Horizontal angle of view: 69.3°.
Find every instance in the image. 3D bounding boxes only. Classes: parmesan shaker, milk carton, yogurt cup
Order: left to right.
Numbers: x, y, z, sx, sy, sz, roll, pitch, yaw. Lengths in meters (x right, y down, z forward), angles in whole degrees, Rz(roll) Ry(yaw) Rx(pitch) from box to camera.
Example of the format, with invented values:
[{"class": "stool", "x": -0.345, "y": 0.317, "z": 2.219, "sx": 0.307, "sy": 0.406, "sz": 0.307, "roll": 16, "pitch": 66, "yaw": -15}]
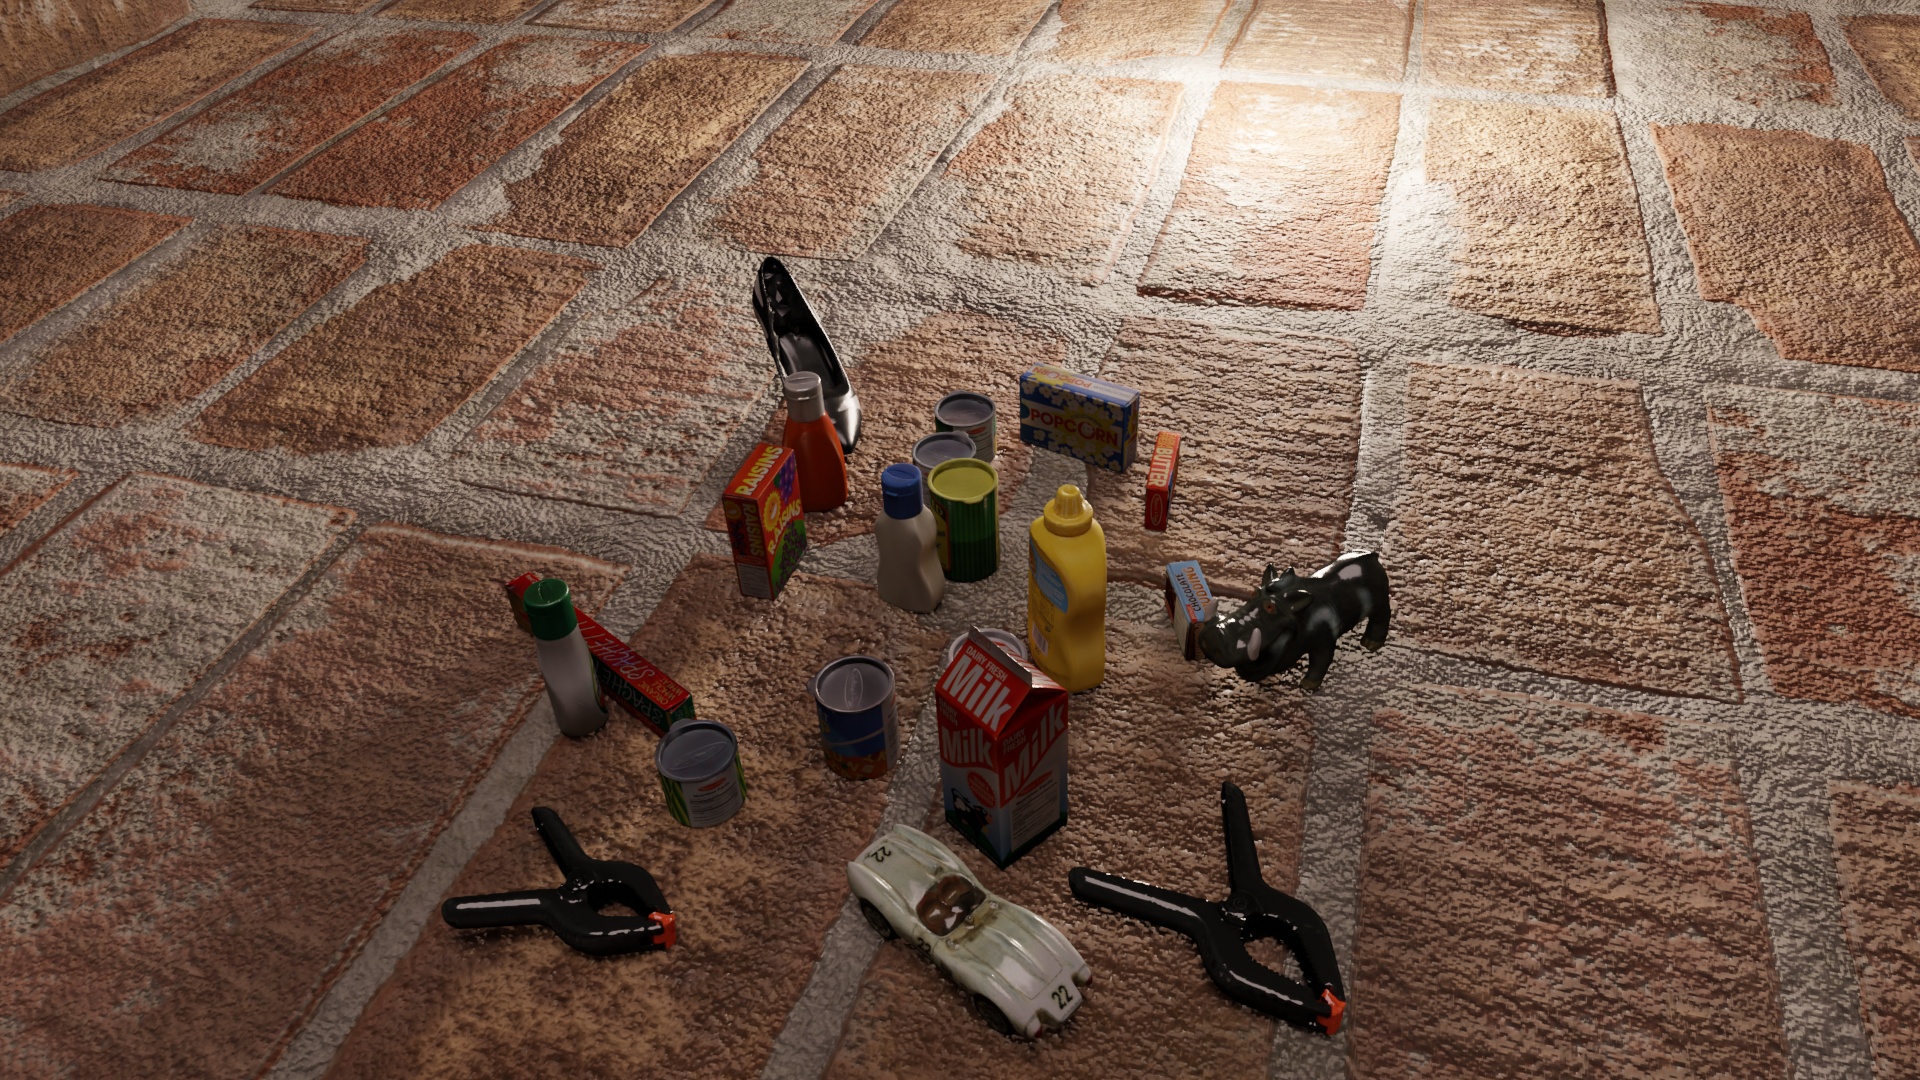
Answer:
[{"class": "parmesan shaker", "x": 0.005, "y": -0.017, "z": 1.326, "sx": 0.071, "sy": 0.102, "sz": 0.072, "roll": -2, "pitch": 39, "yaw": 1}, {"class": "yogurt cup", "x": 0.024, "y": 0.117, "z": 1.198, "sx": 0.072, "sy": 0.053, "sz": 0.073, "roll": -2, "pitch": 39, "yaw": 1}, {"class": "milk carton", "x": 0.032, "y": 0.150, "z": 1.048, "sx": 0.074, "sy": 0.189, "sz": 0.072, "roll": -29, "pitch": 46, "yaw": -29}]

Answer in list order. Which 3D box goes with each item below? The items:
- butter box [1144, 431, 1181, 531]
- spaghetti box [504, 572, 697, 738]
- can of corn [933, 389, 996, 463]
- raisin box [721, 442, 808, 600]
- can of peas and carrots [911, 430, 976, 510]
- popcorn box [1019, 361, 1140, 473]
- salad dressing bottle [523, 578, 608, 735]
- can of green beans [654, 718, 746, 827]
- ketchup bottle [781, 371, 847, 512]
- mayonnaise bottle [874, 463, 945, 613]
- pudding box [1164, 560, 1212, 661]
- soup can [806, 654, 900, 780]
[{"class": "butter box", "x": 0.205, "y": -0.061, "z": 1.408, "sx": 0.024, "sy": 0.052, "sz": 0.104, "roll": 7, "pitch": 40, "yaw": 12}, {"class": "spaghetti box", "x": -0.322, "y": 0.104, "z": 1.238, "sx": 0.250, "sy": 0.049, "sz": 0.029, "roll": 29, "pitch": 49, "yaw": 33}, {"class": "can of corn", "x": 0.005, "y": -0.119, "z": 1.488, "sx": 0.071, "sy": 0.058, "sz": 0.071, "roll": -2, "pitch": 39, "yaw": 1}, {"class": "raisin box", "x": -0.185, "y": -0.018, "z": 1.322, "sx": 0.040, "sy": 0.122, "sz": 0.086, "roll": 10, "pitch": 41, "yaw": 16}, {"class": "can of peas and carrots", "x": -0.015, "y": -0.071, "z": 1.429, "sx": 0.071, "sy": 0.058, "sz": 0.071, "roll": -2, "pitch": 39, "yaw": 1}, {"class": "popcorn box", "x": 0.126, "y": -0.131, "z": 1.474, "sx": 0.127, "sy": 0.084, "sz": 0.038, "roll": 20, "pitch": 44, "yaw": 25}, {"class": "salad dressing bottle", "x": -0.333, "y": 0.099, "z": 1.168, "sx": 0.044, "sy": 0.146, "sz": 0.064, "roll": -17, "pitch": 41, "yaw": -16}, {"class": "can of green beans", "x": -0.209, "y": 0.188, "z": 1.121, "sx": 0.071, "sy": 0.057, "sz": 0.071, "roll": -2, "pitch": 39, "yaw": 1}, {"class": "ketchup bottle", "x": -0.151, "y": -0.098, "z": 1.400, "sx": 0.065, "sy": 0.148, "sz": 0.044, "roll": -7, "pitch": 39, "yaw": -5}, {"class": "mayonnaise bottle", "x": -0.049, "y": -0.002, "z": 1.275, "sx": 0.065, "sy": 0.147, "sz": 0.041, "roll": 16, "pitch": 43, "yaw": 22}, {"class": "pudding box", "x": 0.209, "y": 0.062, "z": 1.258, "sx": 0.030, "sy": 0.049, "sz": 0.084, "roll": -7, "pitch": 39, "yaw": -5}, {"class": "soup can", "x": -0.087, "y": 0.146, "z": 1.145, "sx": 0.071, "sy": 0.083, "sz": 0.072, "roll": -2, "pitch": 39, "yaw": 1}]
